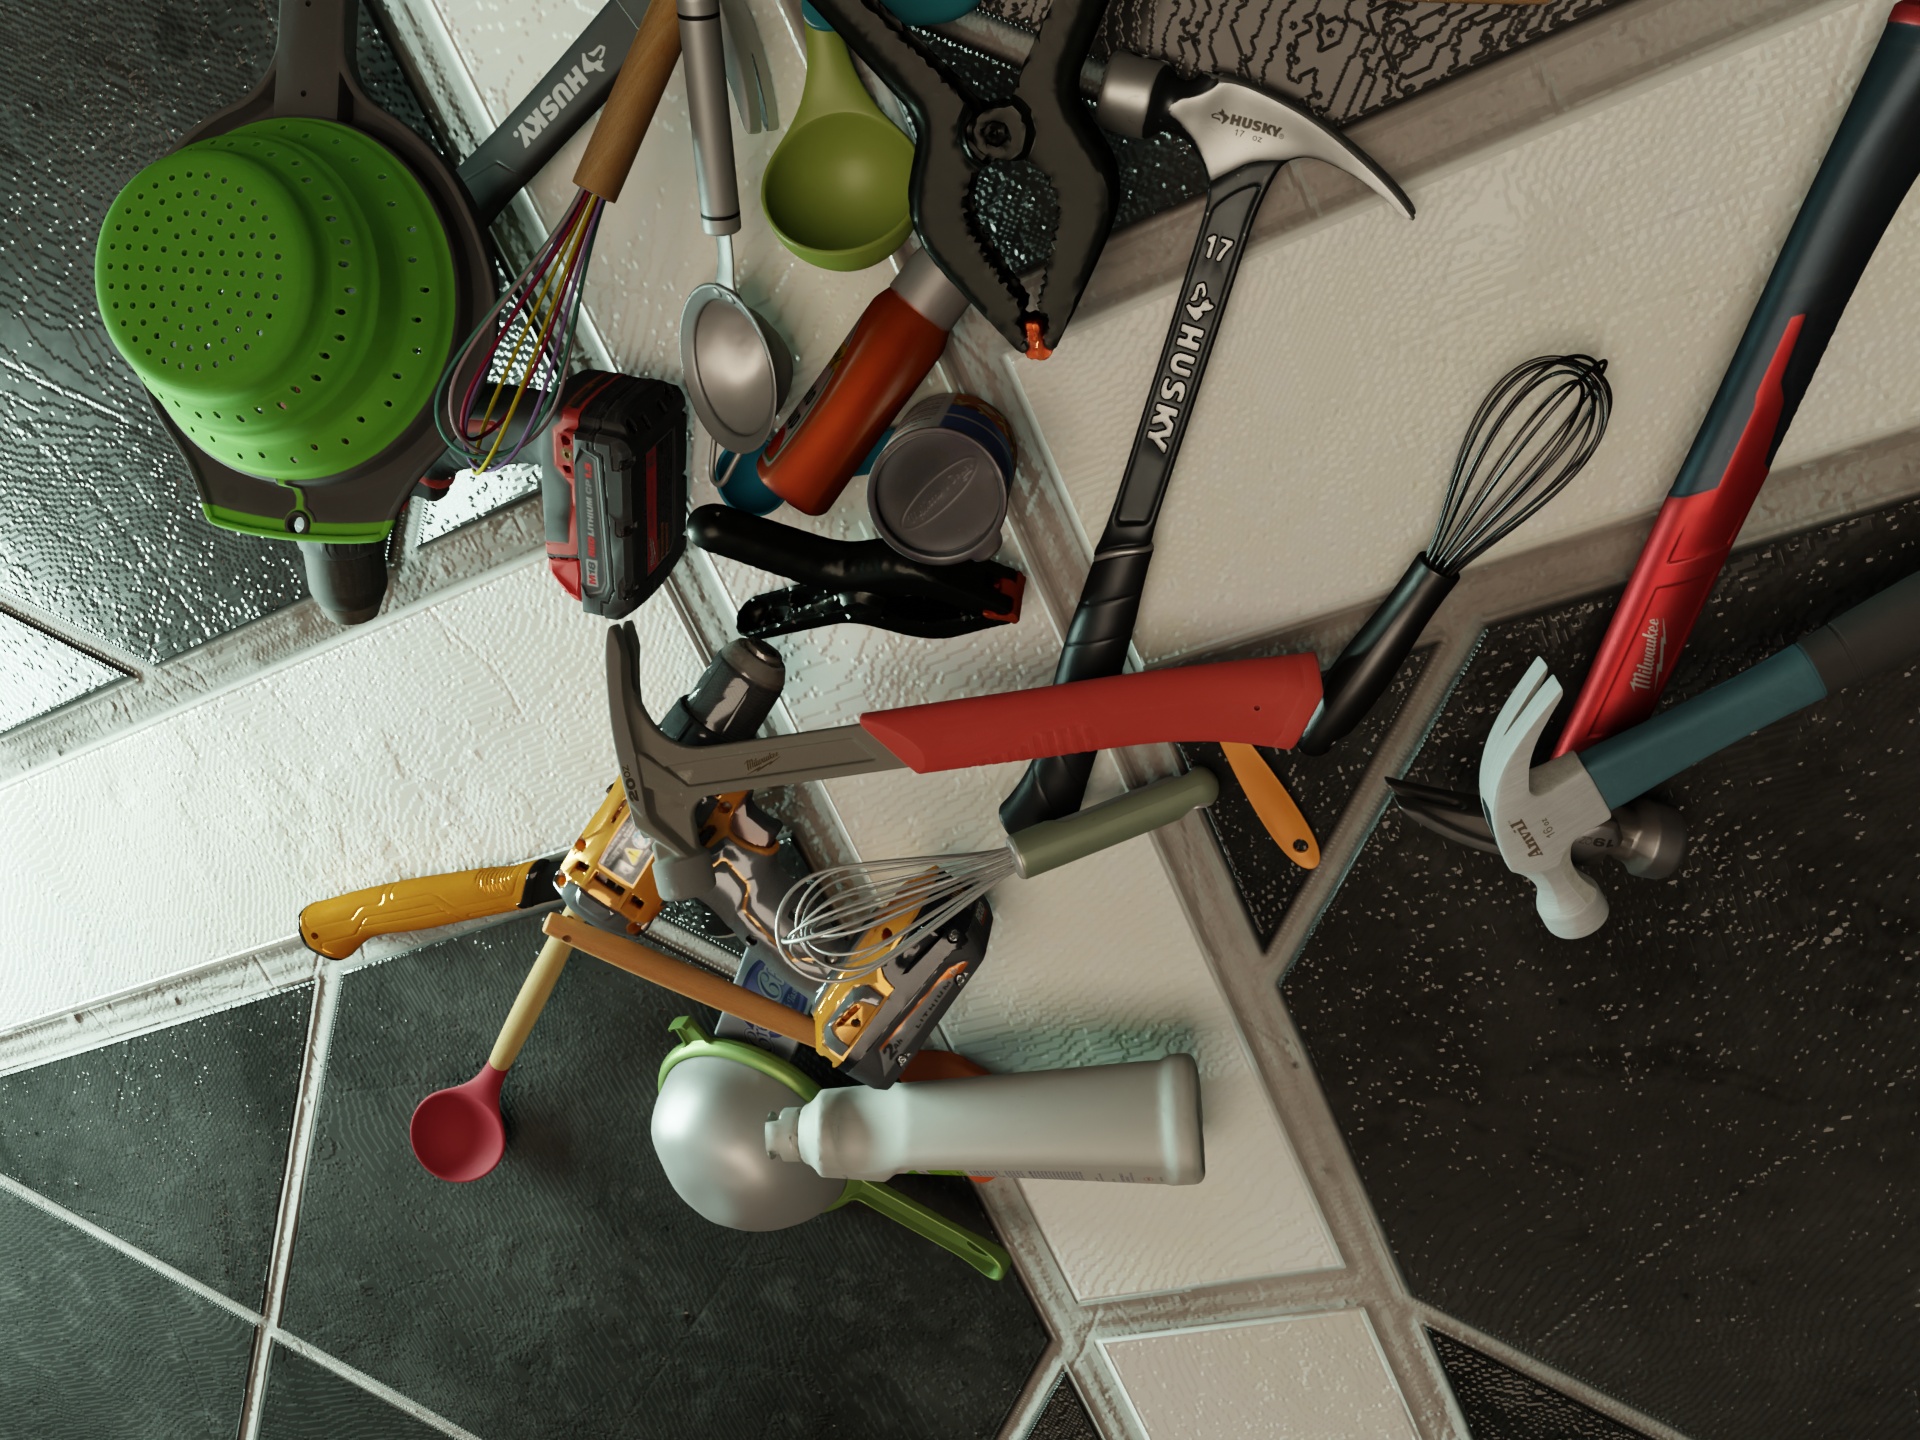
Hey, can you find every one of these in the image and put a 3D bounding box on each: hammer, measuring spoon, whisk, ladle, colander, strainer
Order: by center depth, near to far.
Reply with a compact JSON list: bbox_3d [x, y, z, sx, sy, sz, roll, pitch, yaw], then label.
[{"bbox_3d":[0.379,-0.028,0.684,0.331,0.033,0.128,-31,113,16],"label":"hammer"},{"bbox_3d":[0.314,-0.107,0.688,0.143,0.038,0.386,11,116,-7],"label":"hammer"},{"bbox_3d":[-0.071,-0.365,0.710,0.078,0.062,0.320,-7,109,3],"label":"ladle"},{"bbox_3d":[-0.325,-0.284,0.745,0.204,0.094,0.397,6,95,11],"label":"colander"},{"bbox_3d":[-0.183,-0.228,0.746,0.051,0.047,0.245,26,99,-1],"label":"whisk"},{"bbox_3d":[0.224,-0.070,0.748,0.055,0.055,0.238,31,123,3],"label":"whisk"},{"bbox_3d":[-0.112,-0.233,0.765,0.087,0.050,0.258,35,141,36],"label":"strainer"},{"bbox_3d":[0.091,-0.101,0.787,0.149,0.036,0.408,19,119,9],"label":"hammer"},{"bbox_3d":[-0.001,-0.003,0.803,0.359,0.037,0.149,-8,99,11],"label":"hammer"},{"bbox_3d":[-0.237,-0.276,0.819,0.334,0.035,0.146,-33,99,29],"label":"hammer"},{"bbox_3d":[0.021,0.073,0.828,0.246,0.057,0.059,-20,82,-7],"label":"whisk"},{"bbox_3d":[-0.066,-0.136,0.838,0.128,0.021,0.042,-9,99,13],"label":"measuring spoon"},{"bbox_3d":[0.158,0.031,0.839,0.021,0.011,0.117,-27,106,27],"label":"measuring spoon"},{"bbox_3d":[-0.094,0.298,0.991,0.256,0.069,0.151,25,132,13],"label":"strainer"},{"bbox_3d":[-0.294,0.101,1.012,0.337,0.034,0.127,-13,110,24],"label":"hammer"},{"bbox_3d":[-0.298,0.211,1.049,0.069,0.031,0.315,32,127,-3],"label":"ladle"}]

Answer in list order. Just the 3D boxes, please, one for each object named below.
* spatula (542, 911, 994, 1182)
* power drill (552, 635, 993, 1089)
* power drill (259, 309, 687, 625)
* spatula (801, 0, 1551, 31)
[{"bbox_3d":[-0.099,0.188,0.950,0.322,0.041,0.081,27,122,-18],"label":"spatula"},{"bbox_3d":[-0.090,0.078,0.890,0.226,0.084,0.185,34,104,-3],"label":"power drill"},{"bbox_3d":[-0.268,-0.120,0.863,0.227,0.080,0.187,13,125,9],"label":"power drill"},{"bbox_3d":[0.089,-0.324,0.678,0.317,0.044,0.082,10,102,13],"label":"spatula"}]
